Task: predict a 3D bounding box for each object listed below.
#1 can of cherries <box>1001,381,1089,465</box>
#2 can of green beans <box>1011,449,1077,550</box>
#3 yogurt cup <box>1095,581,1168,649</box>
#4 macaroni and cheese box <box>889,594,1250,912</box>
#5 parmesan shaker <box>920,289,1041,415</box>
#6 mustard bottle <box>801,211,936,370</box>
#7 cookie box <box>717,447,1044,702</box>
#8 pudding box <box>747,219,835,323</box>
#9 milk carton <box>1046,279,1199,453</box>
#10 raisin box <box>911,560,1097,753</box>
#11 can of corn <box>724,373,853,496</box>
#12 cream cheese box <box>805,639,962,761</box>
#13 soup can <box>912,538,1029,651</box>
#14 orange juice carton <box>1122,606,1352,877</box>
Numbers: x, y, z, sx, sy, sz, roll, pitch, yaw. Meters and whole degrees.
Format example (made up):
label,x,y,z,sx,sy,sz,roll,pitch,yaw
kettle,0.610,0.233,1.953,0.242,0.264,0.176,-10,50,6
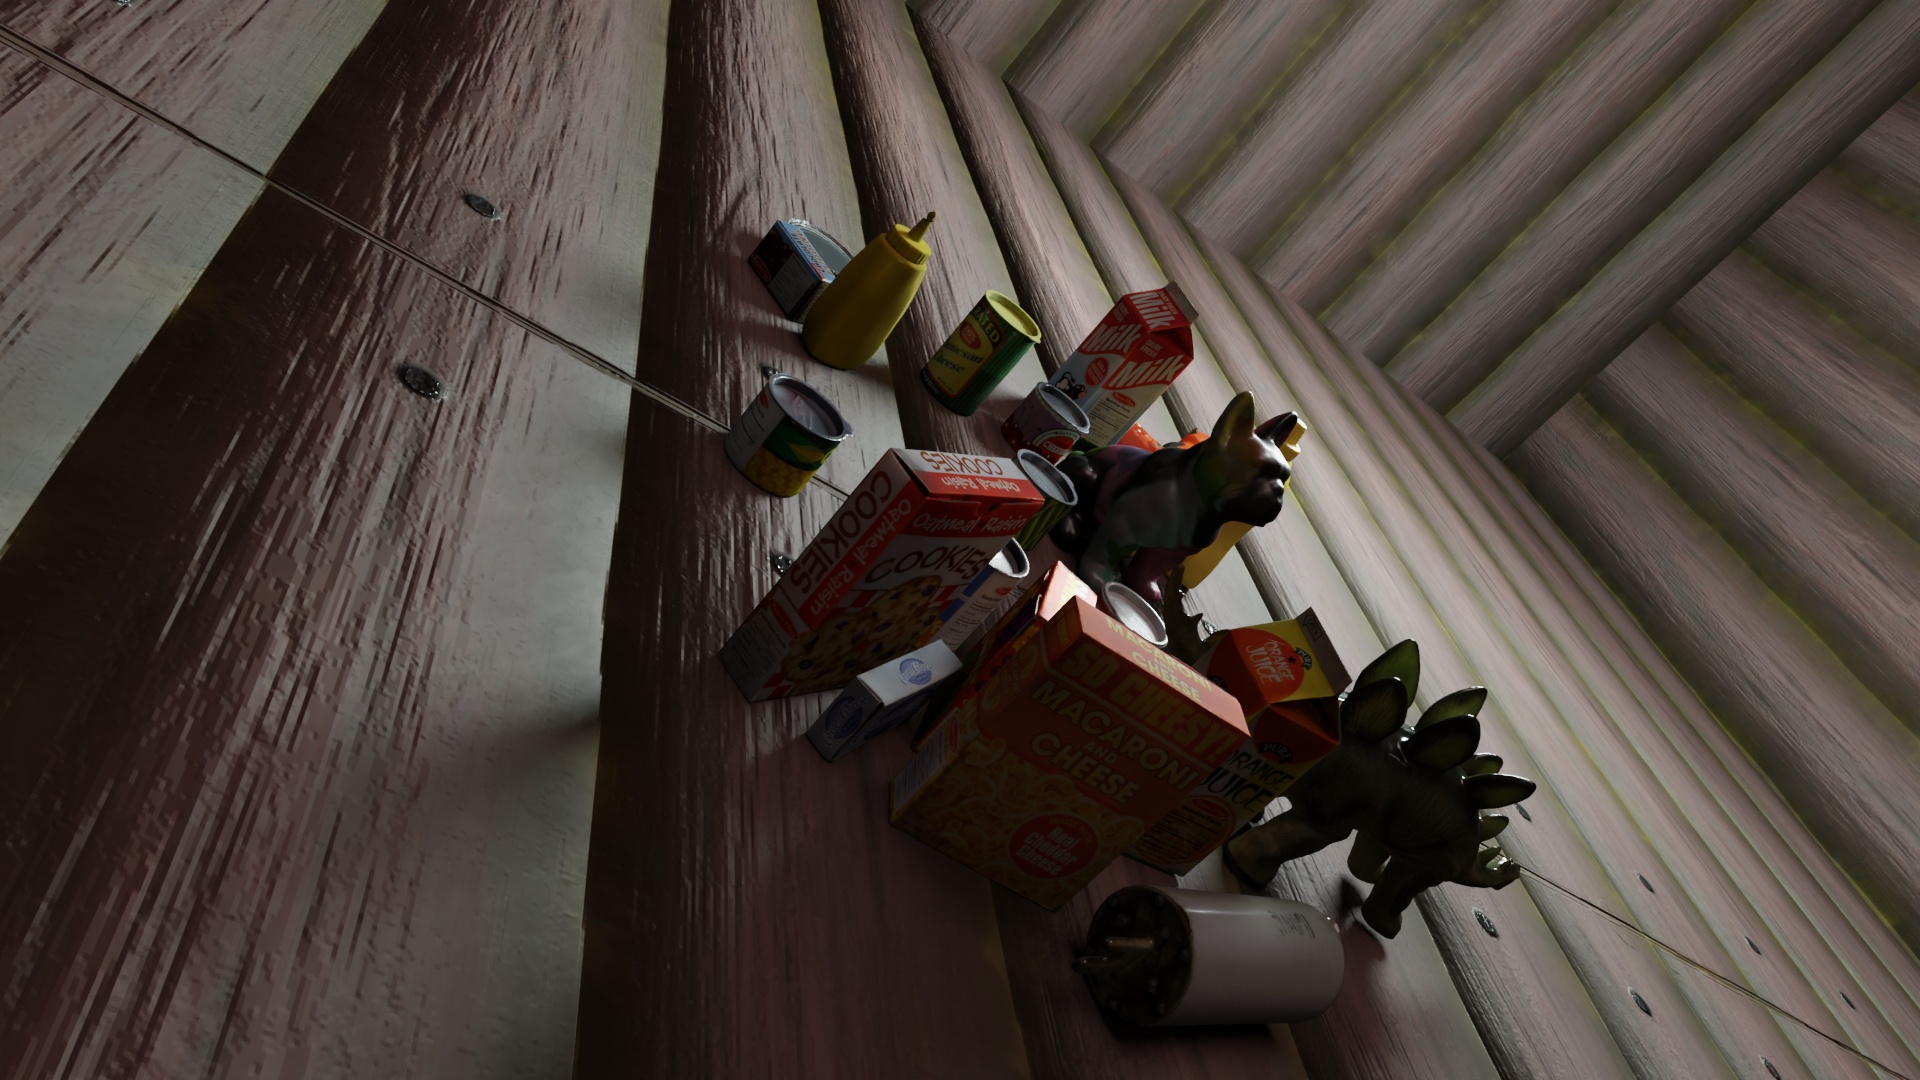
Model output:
label,x,y,z,sx,sy,sz,roll,pitch,yaw
can of cherries,0.083,-0.109,1.348,0.071,0.058,0.072,34,24,-18
can of green beans,0.056,-0.034,1.178,0.071,0.057,0.071,34,24,-18
yogurt cup,0.123,0.074,1.100,0.072,0.053,0.073,34,24,-18
macaroni and cheese box,0.058,0.122,0.776,0.123,0.166,0.040,33,25,-21
parmesan shaker,0.019,-0.173,1.302,0.071,0.102,0.071,34,24,-18
mustard bottle,-0.068,-0.216,1.170,0.065,0.159,0.049,17,33,-45
cookie box,-0.043,0.021,0.794,0.040,0.167,0.123,52,25,21
pudding box,-0.146,-0.236,1.222,0.030,0.049,0.084,6,42,-54
milk carton,0.170,-0.182,1.442,0.073,0.190,0.072,24,29,-37
raisin box,0.028,0.079,0.858,0.040,0.123,0.086,40,23,-5
can of corn,-0.120,-0.072,0.970,0.071,0.058,0.071,34,24,-18
cream cheese box,-0.043,0.092,0.813,0.024,0.053,0.104,47,24,12
soup can,-0.006,0.026,0.945,0.071,0.083,0.072,34,24,-18
orange juice carton,0.175,0.129,0.913,0.073,0.192,0.072,28,27,-30
